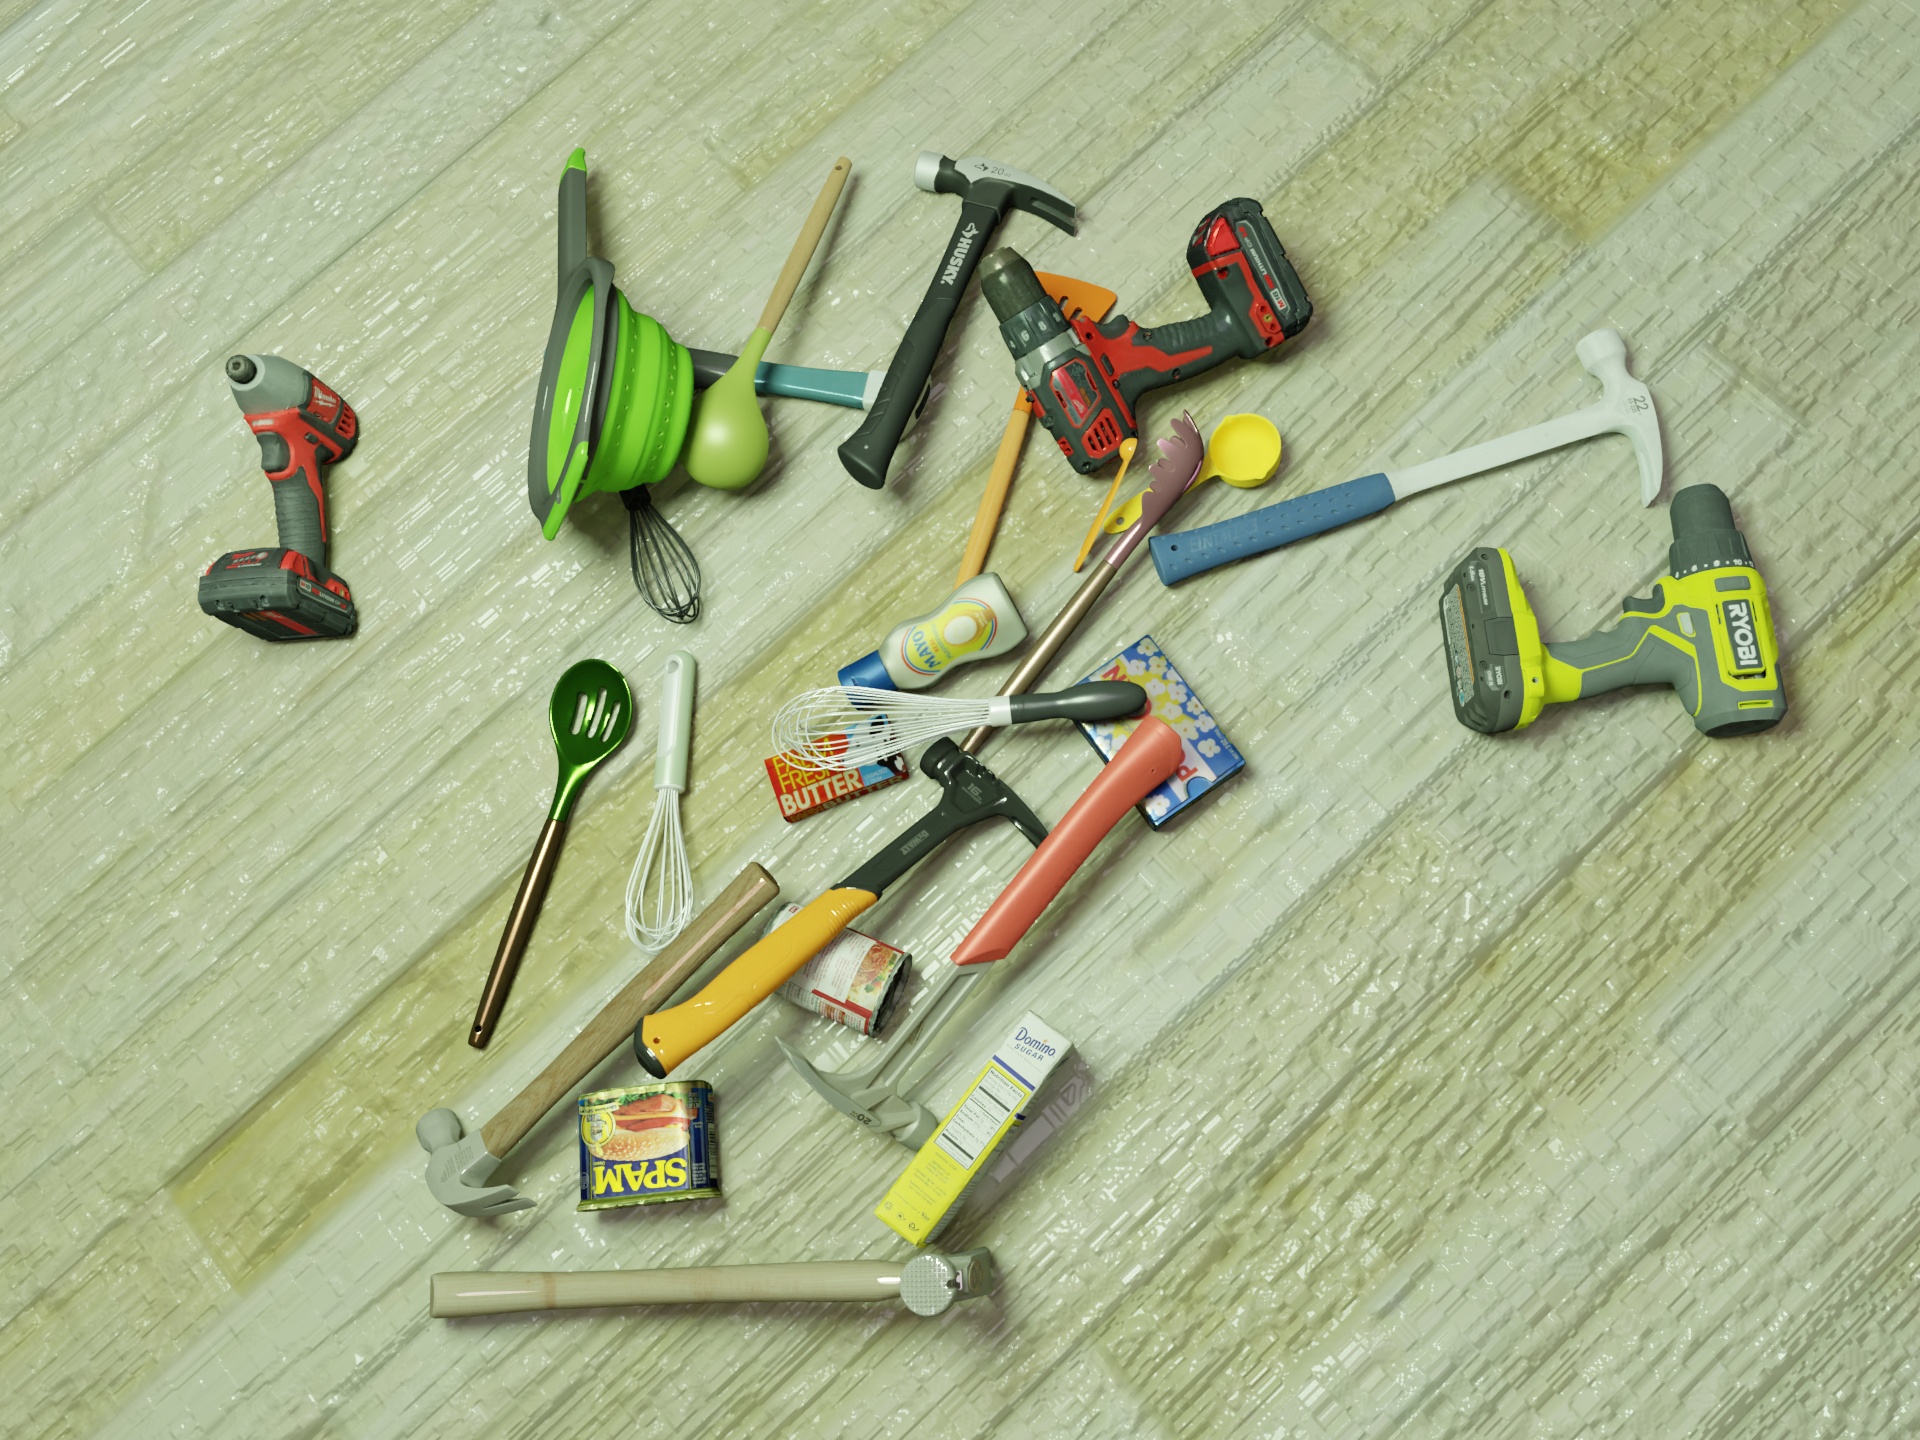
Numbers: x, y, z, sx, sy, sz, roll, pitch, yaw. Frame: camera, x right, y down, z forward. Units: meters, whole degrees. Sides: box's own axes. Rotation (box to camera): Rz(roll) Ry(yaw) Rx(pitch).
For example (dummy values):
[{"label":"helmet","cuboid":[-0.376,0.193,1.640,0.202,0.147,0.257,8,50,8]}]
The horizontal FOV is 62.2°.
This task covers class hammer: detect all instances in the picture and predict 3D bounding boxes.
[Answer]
[{"label":"hammer","cuboid":[-0.088,0.144,1.144,0.337,0.034,0.127,-37,63,-25]},{"label":"hammer","cuboid":[-0.017,-0.326,1.291,0.146,0.035,0.335,17,65,10]},{"label":"hammer","cuboid":[0.349,-0.181,1.247,0.405,0.035,0.144,-18,74,1]},{"label":"hammer","cuboid":[0.030,0.137,1.141,0.359,0.149,0.037,-50,33,-5]},{"label":"hammer","cuboid":[-0.258,0.229,1.159,0.331,0.031,0.130,-44,40,-3]},{"label":"hammer","cuboid":[-0.182,0.399,1.124,0.410,0.146,0.038,-7,74,14]},{"label":"hammer","cuboid":[-0.189,-0.292,1.335,0.331,0.033,0.128,9,75,9]}]

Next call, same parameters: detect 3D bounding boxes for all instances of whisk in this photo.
[{"label":"whisk","cuboid":[-0.002,-0.003,1.195,0.284,0.070,0.070,-6,75,4]},{"label":"whisk","cuboid":[-0.229,0.061,1.239,0.058,0.059,0.246,-10,68,32]},{"label":"whisk","cuboid":[-0.269,-0.180,1.307,0.055,0.055,0.239,-26,70,-1]}]

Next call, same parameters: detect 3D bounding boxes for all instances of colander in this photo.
[{"label":"colander","cuboid":[-0.277,-0.316,1.284,0.094,0.204,0.398,10,53,-26]}]

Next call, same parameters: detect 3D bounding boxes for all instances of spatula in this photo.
[{"label":"spatula","cuboid":[0.044,-0.225,1.299,0.081,0.041,0.323,17,82,9]}]

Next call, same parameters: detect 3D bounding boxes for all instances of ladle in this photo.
[{"label":"ladle","cuboid":[-0.150,-0.332,1.311,0.078,0.062,0.320,16,69,12]}]

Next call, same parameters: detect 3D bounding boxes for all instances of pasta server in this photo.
[{"label":"pasta server","cuboid":[0.094,-0.104,1.240,0.040,0.060,0.316,38,90,9]}]

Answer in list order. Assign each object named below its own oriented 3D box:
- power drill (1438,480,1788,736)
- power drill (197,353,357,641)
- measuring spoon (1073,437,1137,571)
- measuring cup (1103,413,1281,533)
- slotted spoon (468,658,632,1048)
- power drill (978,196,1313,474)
[{"label":"power drill","cuboid":[0.484,-0.080,1.186,0.228,0.080,0.191,-4,75,2]},{"label":"power drill","cuboid":[-0.550,-0.184,1.288,0.078,0.143,0.220,-4,77,7]},{"label":"measuring spoon","cuboid":[0.111,-0.170,1.250,0.011,0.021,0.117,21,113,-8]},{"label":"measuring cup","cuboid":[0.186,-0.189,1.277,0.156,0.029,0.062,-30,70,10]},{"label":"slotted spoon","cuboid":[-0.328,0.103,1.248,0.070,0.031,0.314,15,79,10]},{"label":"power drill","cuboid":[0.140,-0.326,1.257,0.226,0.080,0.188,-31,100,-2]}]
